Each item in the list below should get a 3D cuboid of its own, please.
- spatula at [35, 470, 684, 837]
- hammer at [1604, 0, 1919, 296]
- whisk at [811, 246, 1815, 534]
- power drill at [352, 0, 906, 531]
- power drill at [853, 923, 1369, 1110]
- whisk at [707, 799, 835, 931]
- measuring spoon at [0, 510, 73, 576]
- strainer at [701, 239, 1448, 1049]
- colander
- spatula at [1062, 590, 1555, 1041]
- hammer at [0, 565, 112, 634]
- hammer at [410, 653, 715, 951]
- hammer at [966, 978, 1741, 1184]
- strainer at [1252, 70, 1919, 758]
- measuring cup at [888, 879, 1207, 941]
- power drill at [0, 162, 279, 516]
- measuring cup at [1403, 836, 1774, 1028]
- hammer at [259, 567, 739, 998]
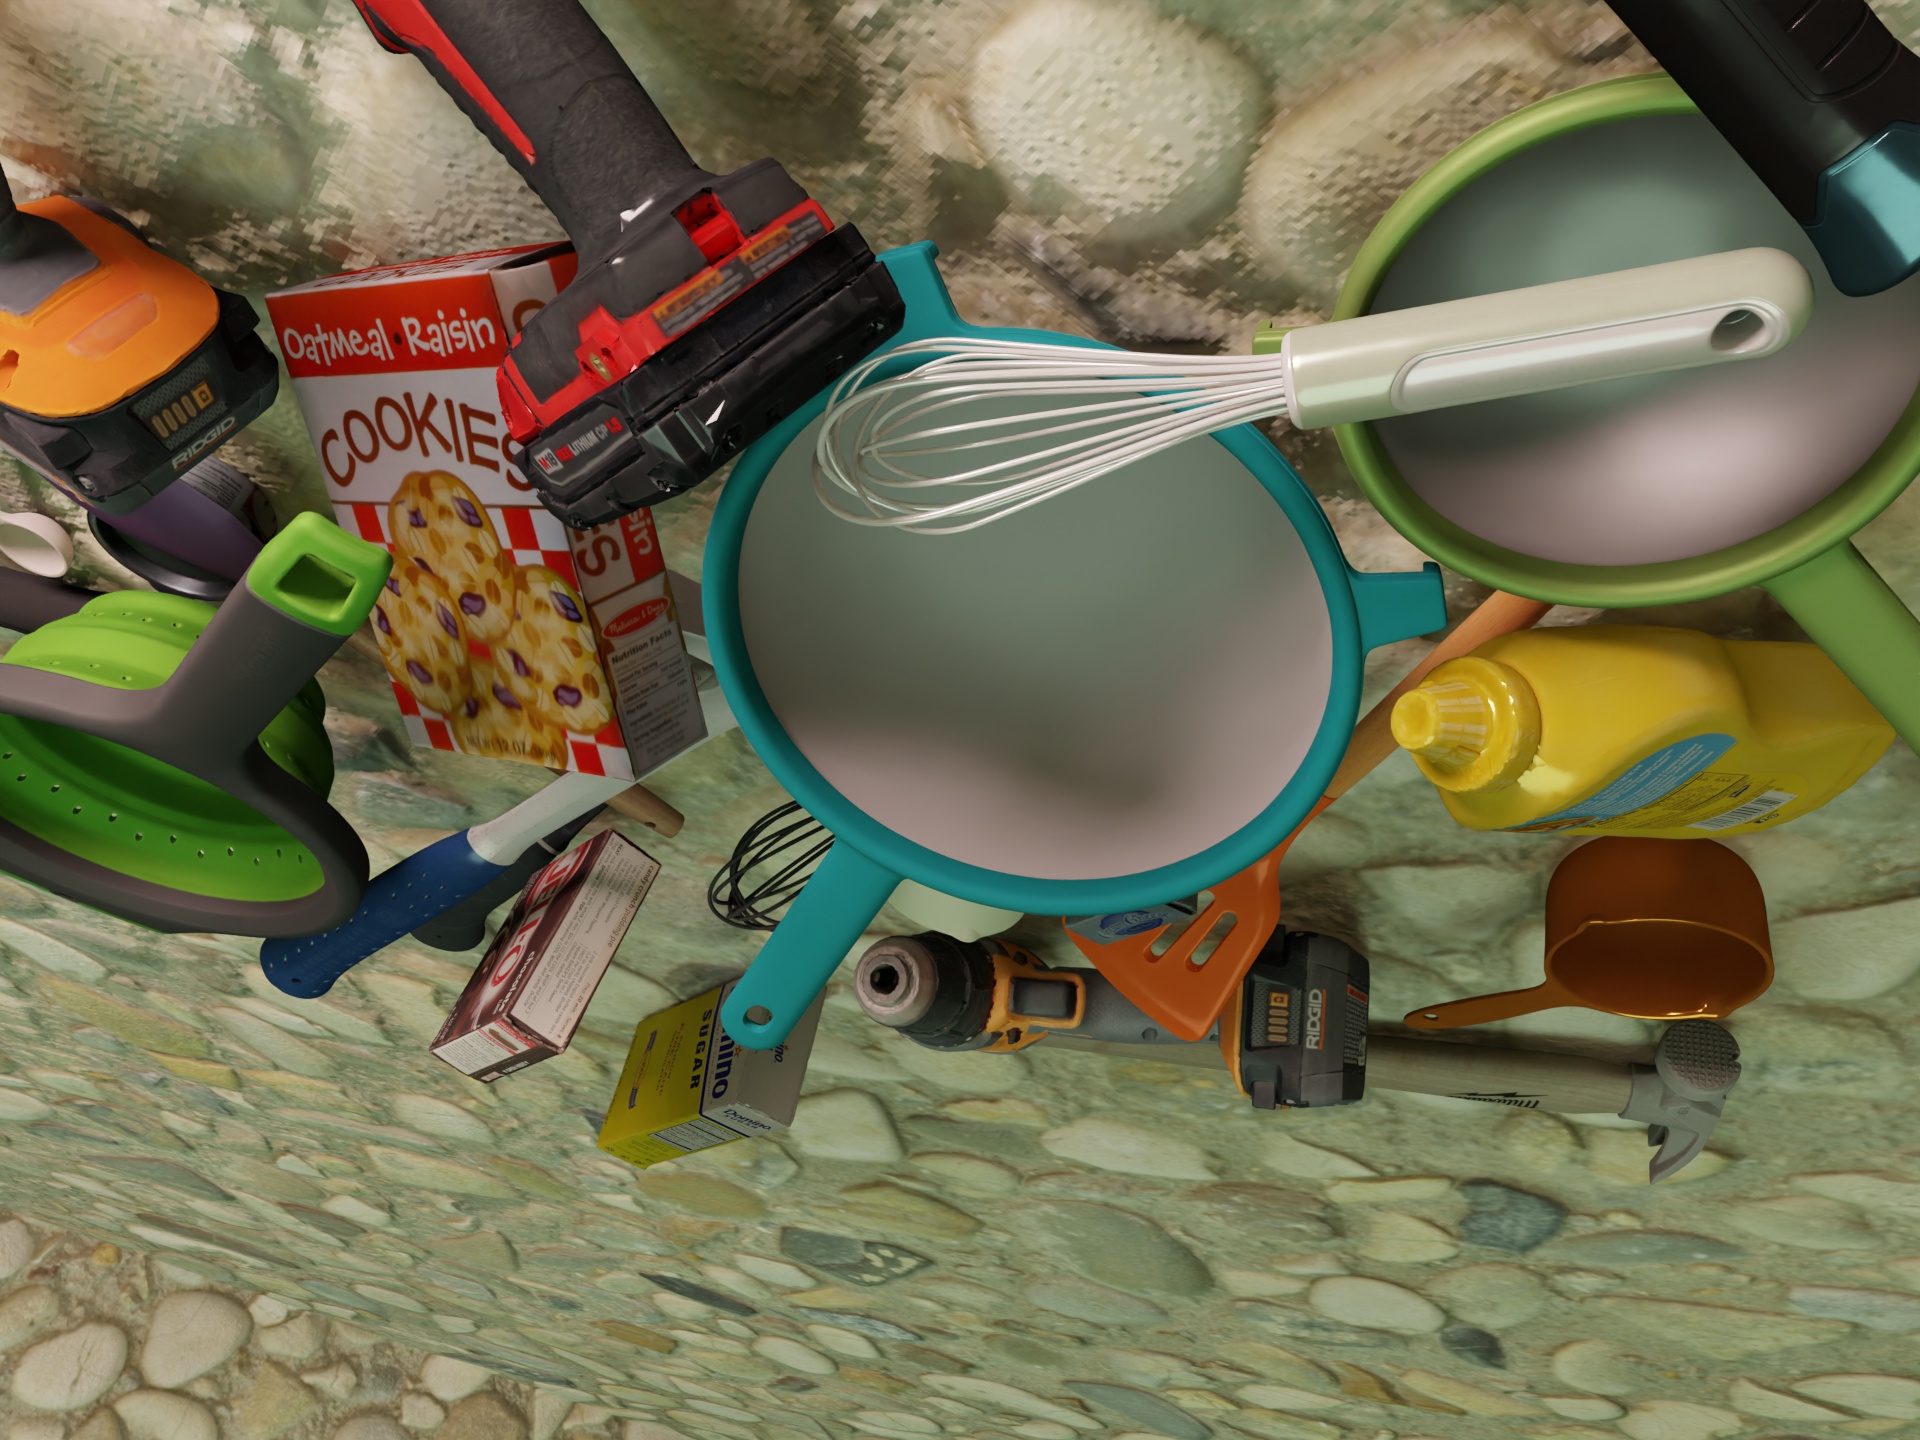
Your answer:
[{"bbox_3d":[-0.245,-0.032,0.667,0.315,0.018,0.060,36,141,-28],"label":"spatula"},{"bbox_3d":[0.082,-0.195,0.280,0.330,0.033,0.128,36,132,-20],"label":"hammer"},{"bbox_3d":[0.075,-0.083,0.396,0.246,0.059,0.057,-6,142,19],"label":"whisk"},{"bbox_3d":[-0.122,-0.161,0.394,0.219,0.078,0.143,55,156,-18],"label":"power drill"},{"bbox_3d":[0.071,0.135,0.757,0.226,0.084,0.185,2,168,20],"label":"power drill"},{"bbox_3d":[-0.013,0.027,0.661,0.239,0.055,0.055,-33,127,24],"label":"whisk"},{"bbox_3d":[-0.438,-0.111,0.691,0.034,0.018,0.124,-14,130,35],"label":"measuring spoon"},{"bbox_3d":[-0.001,-0.002,0.570,0.211,0.095,0.340,31,128,-5],"label":"strainer"},{"bbox_3d":[-0.299,-0.017,0.638,0.204,0.095,0.397,31,144,-27],"label":"colander"},{"bbox_3d":[0.148,0.015,0.595,0.081,0.041,0.322,43,134,6],"label":"spatula"},{"bbox_3d":[-0.555,-0.090,0.740,0.334,0.035,0.146,16,147,-3],"label":"hammer"},{"bbox_3d":[-0.211,0.050,0.818,0.149,0.036,0.409,31,143,-21],"label":"hammer"},{"bbox_3d":[0.190,0.187,0.872,0.411,0.038,0.146,5,146,14],"label":"hammer"},{"bbox_3d":[0.214,-0.076,0.436,0.256,0.069,0.151,39,134,-20],"label":"strainer"},{"bbox_3d":[0.043,0.061,0.730,0.167,0.083,0.038,5,127,-17],"label":"measuring cup"},{"bbox_3d":[-0.288,-0.168,0.454,0.164,0.084,0.226,28,151,23],"label":"power drill"},{"bbox_3d":[0.267,0.098,0.701,0.095,0.052,0.173,32,144,-24],"label":"measuring cup"},{"bbox_3d":[-0.209,0.049,0.712,0.405,0.035,0.144,-28,129,36],"label":"hammer"}]
